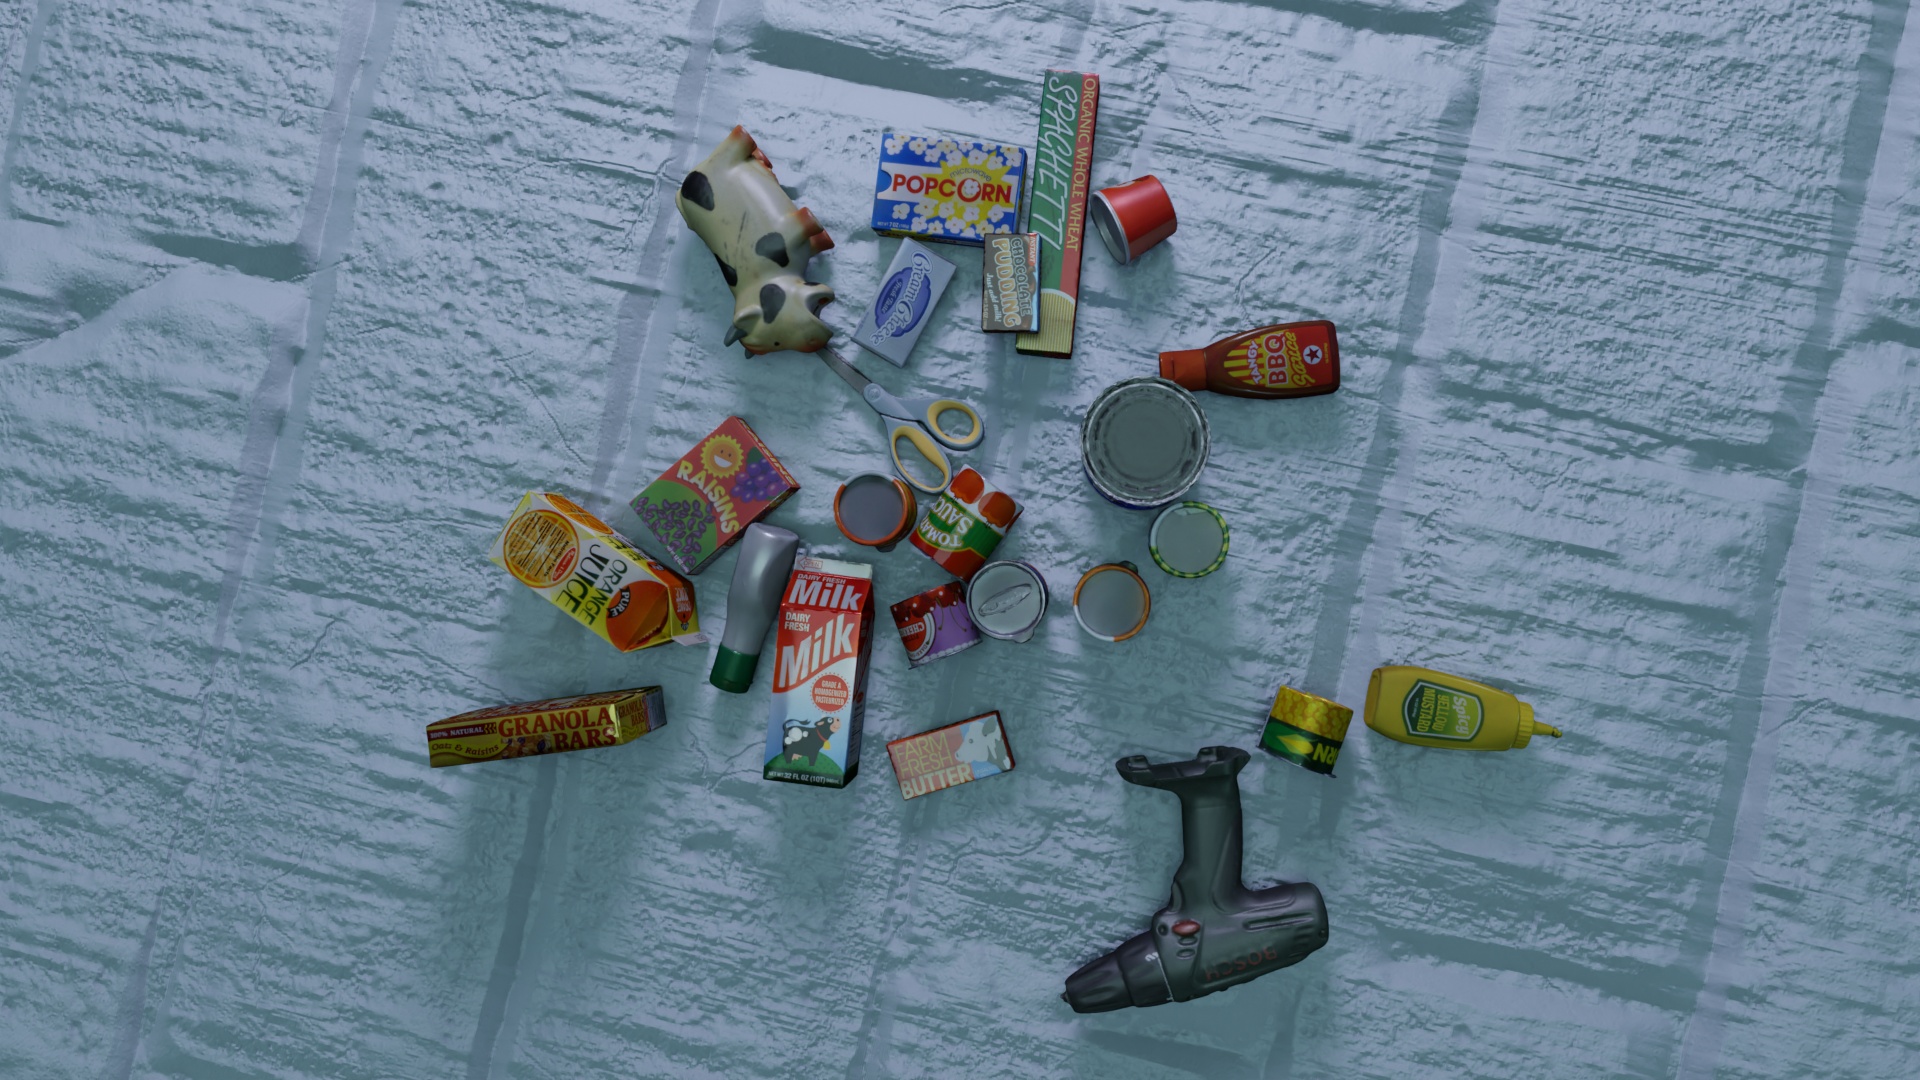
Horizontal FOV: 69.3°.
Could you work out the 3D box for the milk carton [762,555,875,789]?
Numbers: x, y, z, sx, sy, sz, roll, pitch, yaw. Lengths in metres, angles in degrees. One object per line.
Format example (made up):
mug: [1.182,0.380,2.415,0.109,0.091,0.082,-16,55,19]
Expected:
milk carton: [-0.119,0.111,1.202,0.072,0.073,0.190,7,89,6]

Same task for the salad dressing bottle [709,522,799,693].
salad dressing bottle: [-0.183,0.060,1.217,0.044,0.064,0.147,20,98,13]

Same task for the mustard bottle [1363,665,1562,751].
mustard bottle: [0.423,0.145,1.161,0.160,0.049,0.065,9,92,6]

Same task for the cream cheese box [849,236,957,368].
cream cheese box: [-0.050,-0.209,1.221,0.053,0.024,0.103,29,92,-9]

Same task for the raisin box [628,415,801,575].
raisin box: [-0.217,-0.039,1.232,0.123,0.040,0.086,-40,85,5]

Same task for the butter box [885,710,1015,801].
butter box: [-0.009,0.188,1.214,0.103,0.024,0.053,-17,88,5]

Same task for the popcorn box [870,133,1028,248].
popcorn box: [-0.009,-0.305,1.217,0.127,0.038,0.085,7,91,5]

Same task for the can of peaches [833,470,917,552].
can of peaches: [-0.073,-0.025,1.208,0.071,0.058,0.071,0,89,5]

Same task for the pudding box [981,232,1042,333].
pudding box: [0.044,-0.218,1.181,0.050,0.030,0.083,2,96,6]

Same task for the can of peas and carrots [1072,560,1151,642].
can of peas and carrots: [0.130,0.050,1.186,0.071,0.059,0.071,0,89,5]

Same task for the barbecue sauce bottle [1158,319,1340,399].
barbecue sauce bottle: [0.245,-0.150,1.187,0.148,0.043,0.065,-5,88,6]

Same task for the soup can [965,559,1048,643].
soup can: [0.042,0.052,1.182,0.071,0.084,0.071,0,89,6]

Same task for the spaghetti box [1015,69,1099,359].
spaghetti box: [0.085,-0.285,1.213,0.050,0.028,0.250,6,90,5]

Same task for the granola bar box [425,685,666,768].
granola bar box: [-0.353,0.158,1.198,0.165,0.124,0.039,-8,90,5]

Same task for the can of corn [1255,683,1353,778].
can of corn: [0.291,0.159,1.164,0.071,0.071,0.058,20,91,6]

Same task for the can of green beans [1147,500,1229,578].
can of green beans: [0.194,0.000,1.181,0.071,0.058,0.071,0,89,6]

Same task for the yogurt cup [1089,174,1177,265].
yogurt cup: [0.150,-0.277,1.190,0.054,0.072,0.072,-26,87,-3]

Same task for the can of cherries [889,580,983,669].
can of cherries: [-0.023,0.073,1.195,0.071,0.071,0.058,-21,87,5]

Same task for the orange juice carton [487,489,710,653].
orange juice carton: [-0.308,0.038,1.222,0.193,0.072,0.073,33,93,5]

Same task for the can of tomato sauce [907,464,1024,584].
can of tomato sauce: [0.004,-0.015,1.194,0.071,0.071,0.083,37,92,5]
